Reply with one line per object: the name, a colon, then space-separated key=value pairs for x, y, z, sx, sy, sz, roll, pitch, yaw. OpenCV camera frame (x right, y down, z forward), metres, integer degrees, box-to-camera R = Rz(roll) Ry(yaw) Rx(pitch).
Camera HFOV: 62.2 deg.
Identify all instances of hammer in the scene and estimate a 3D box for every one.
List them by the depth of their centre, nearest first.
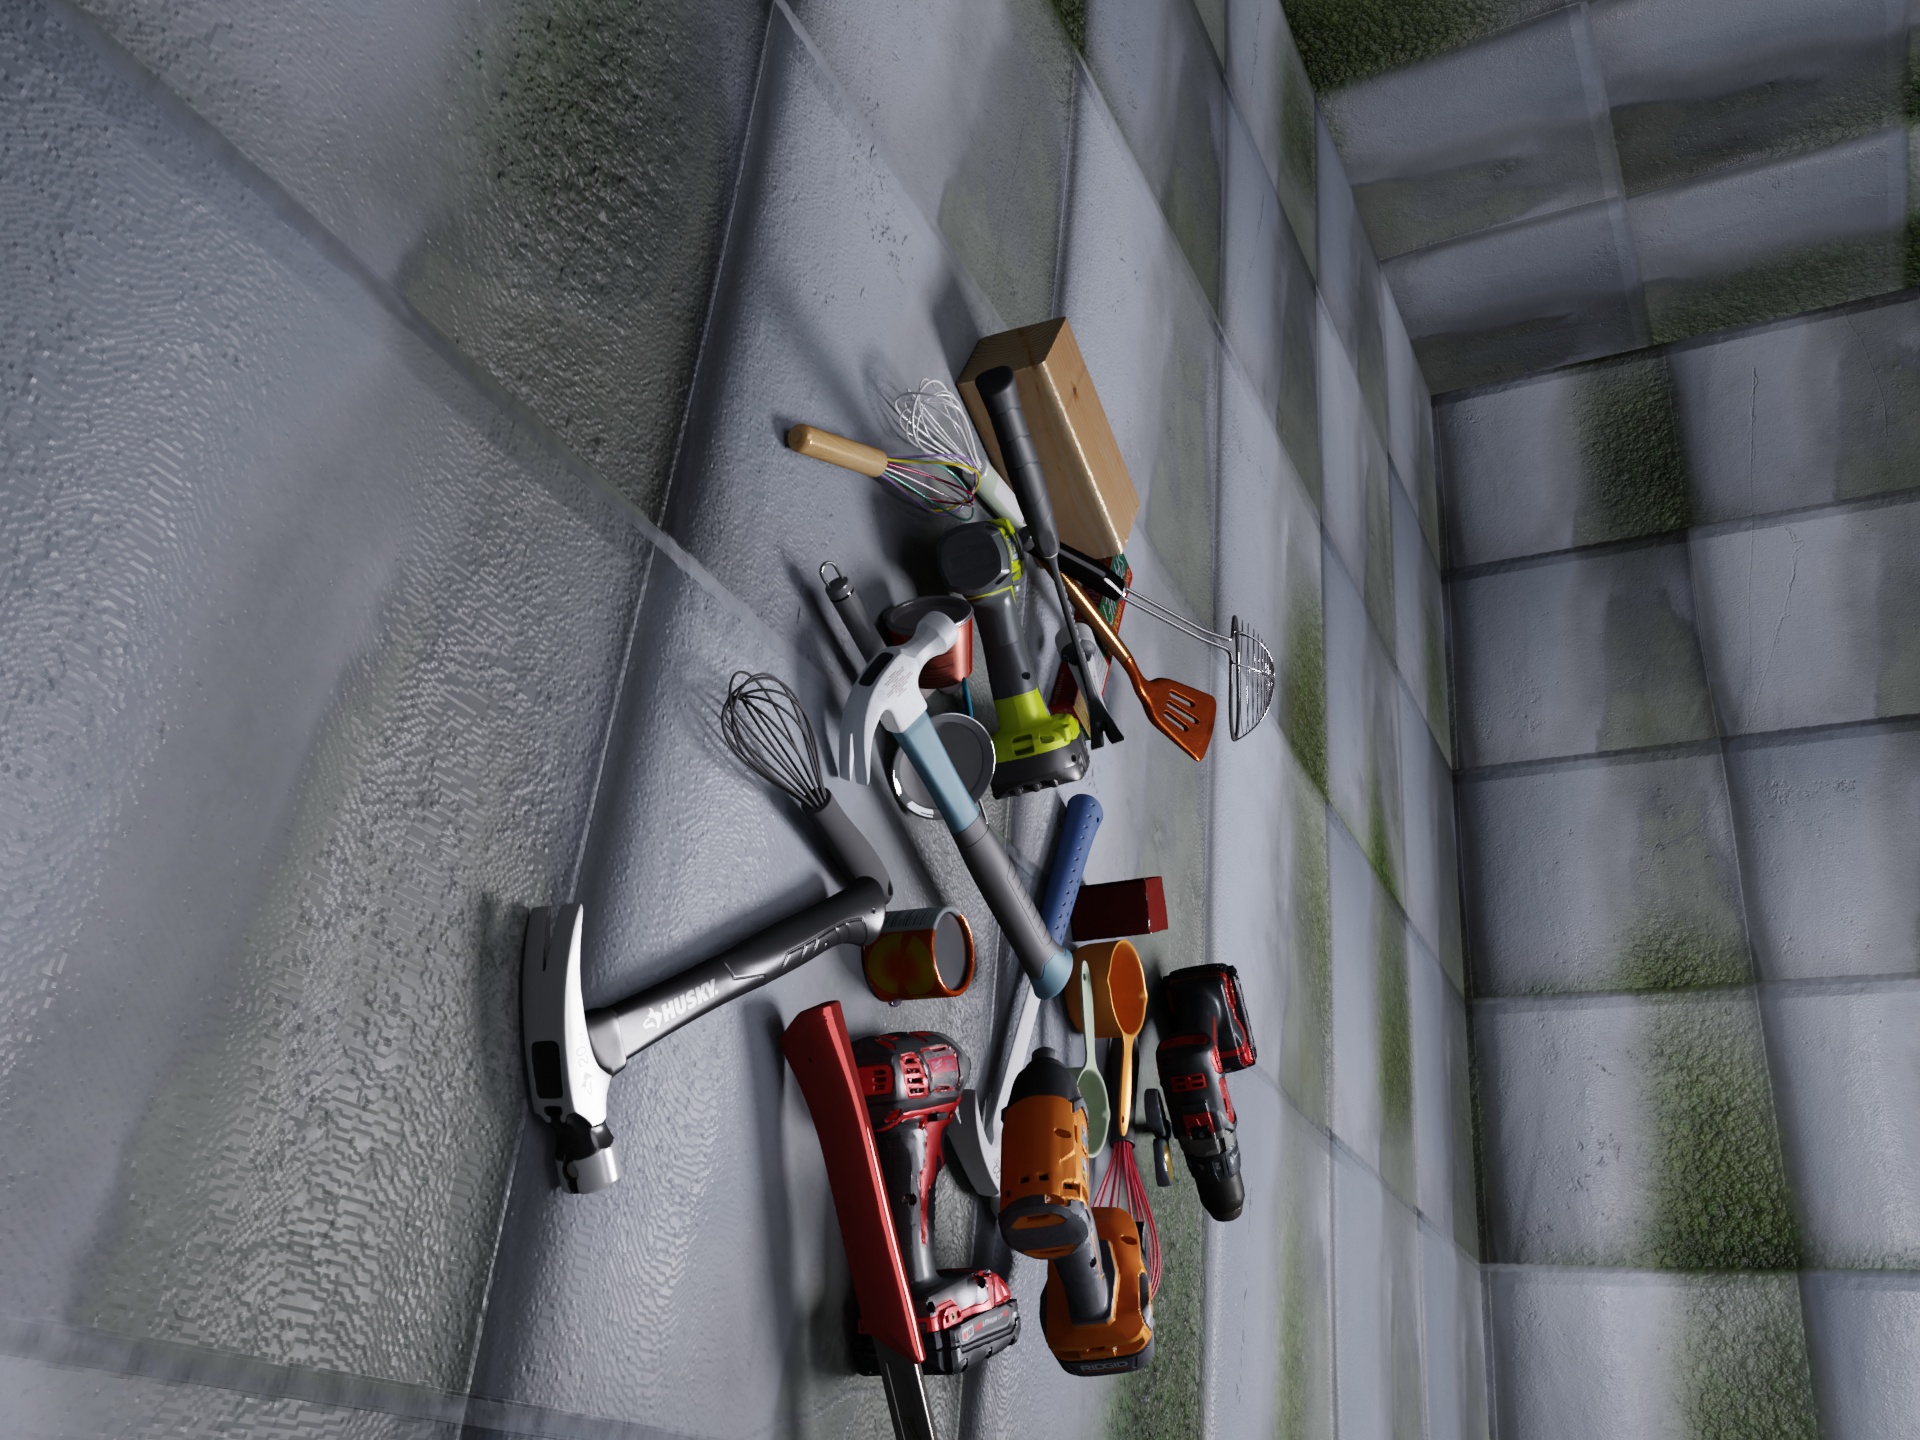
hammer: x=-0.138 y=0.147 z=0.956 sx=0.334 sy=0.035 sz=0.146 roll=-20 pitch=100 yaw=-62
hammer: x=-0.042 y=0.354 z=1.000 sx=0.036 sy=0.149 sz=0.359 roll=-2 pitch=78 yaw=-68
hammer: x=0.010 y=0.085 z=1.205 sx=0.128 sy=0.033 sz=0.330 roll=-44 pitch=123 yaw=-25
hammer: x=0.074 y=-0.131 z=1.304 sx=0.408 sy=0.036 sz=0.149 roll=67 pitch=7 yaw=-52
hammer: x=0.065 y=0.213 z=1.347 sx=0.143 sy=0.035 sz=0.406 roll=62 pitch=32 yaw=-34

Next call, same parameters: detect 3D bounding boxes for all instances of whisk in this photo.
whisk: x=-0.097 y=0.052 z=1.070 sx=0.238 sy=0.055 sz=0.055 roll=61 pitch=32 yaw=-43
whisk: x=-0.055 y=-0.192 z=1.236 sx=0.244 sy=0.047 sz=0.051 roll=6 pitch=76 yaw=-58
whisk: x=0.010 y=-0.220 z=1.365 sx=0.246 sy=0.059 sz=0.058 roll=39 pitch=60 yaw=-60
whisk: x=0.145 y=0.400 z=1.431 sx=0.296 sy=0.073 sz=0.073 roll=-83 pitch=150 yaw=-42

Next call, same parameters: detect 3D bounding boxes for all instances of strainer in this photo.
strainer: x=-0.044 y=-0.017 z=1.187 sx=0.087 sy=0.050 sz=0.258 roll=-36 pitch=124 yaw=-11

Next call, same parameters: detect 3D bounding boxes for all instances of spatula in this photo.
spatula: x=0.155 y=-0.078 z=1.543 sx=0.322 sy=0.041 sz=0.081 roll=47 pitch=50 yaw=-38

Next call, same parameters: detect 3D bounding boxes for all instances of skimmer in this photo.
skimmer: x=0.177 y=-0.089 z=1.530 sx=0.363 sy=0.090 sz=0.127 roll=25 pitch=58 yaw=-31

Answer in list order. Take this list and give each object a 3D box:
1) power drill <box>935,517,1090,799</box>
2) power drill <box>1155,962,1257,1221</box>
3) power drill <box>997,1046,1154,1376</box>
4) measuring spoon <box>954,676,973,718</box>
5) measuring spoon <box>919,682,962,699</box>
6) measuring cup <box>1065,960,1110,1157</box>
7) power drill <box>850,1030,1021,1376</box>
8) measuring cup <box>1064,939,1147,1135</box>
power drill: x=0.043 y=-0.058 z=1.331 sx=0.171 sy=0.080 sz=0.223 roll=-42 pitch=118 yaw=-78
power drill: x=0.244 y=0.358 z=1.559 sx=0.227 sy=0.080 sz=0.187 roll=-56 pitch=132 yaw=-70
power drill: x=0.083 y=0.362 z=1.183 sx=0.164 sy=0.084 sz=0.226 roll=-86 pitch=160 yaw=-52
measuring spoon: x=-0.002 y=-0.004 z=1.251 sx=0.128 sy=0.021 sz=0.042 roll=84 pitch=-6 yaw=-69
measuring spoon: x=-0.025 y=-0.026 z=1.263 sx=0.124 sy=0.018 sz=0.034 roll=-35 pitch=113 yaw=-60
measuring cup: x=0.096 y=0.294 z=1.381 sx=0.083 sy=0.038 sz=0.168 roll=30 pitch=55 yaw=-57
power drill: x=-0.023 y=0.325 z=1.097 sx=0.143 sy=0.078 sz=0.220 roll=13 pitch=67 yaw=-62
measuring cup: x=0.128 y=0.285 z=1.434 sx=0.095 sy=0.052 sz=0.174 roll=34 pitch=55 yaw=-56
